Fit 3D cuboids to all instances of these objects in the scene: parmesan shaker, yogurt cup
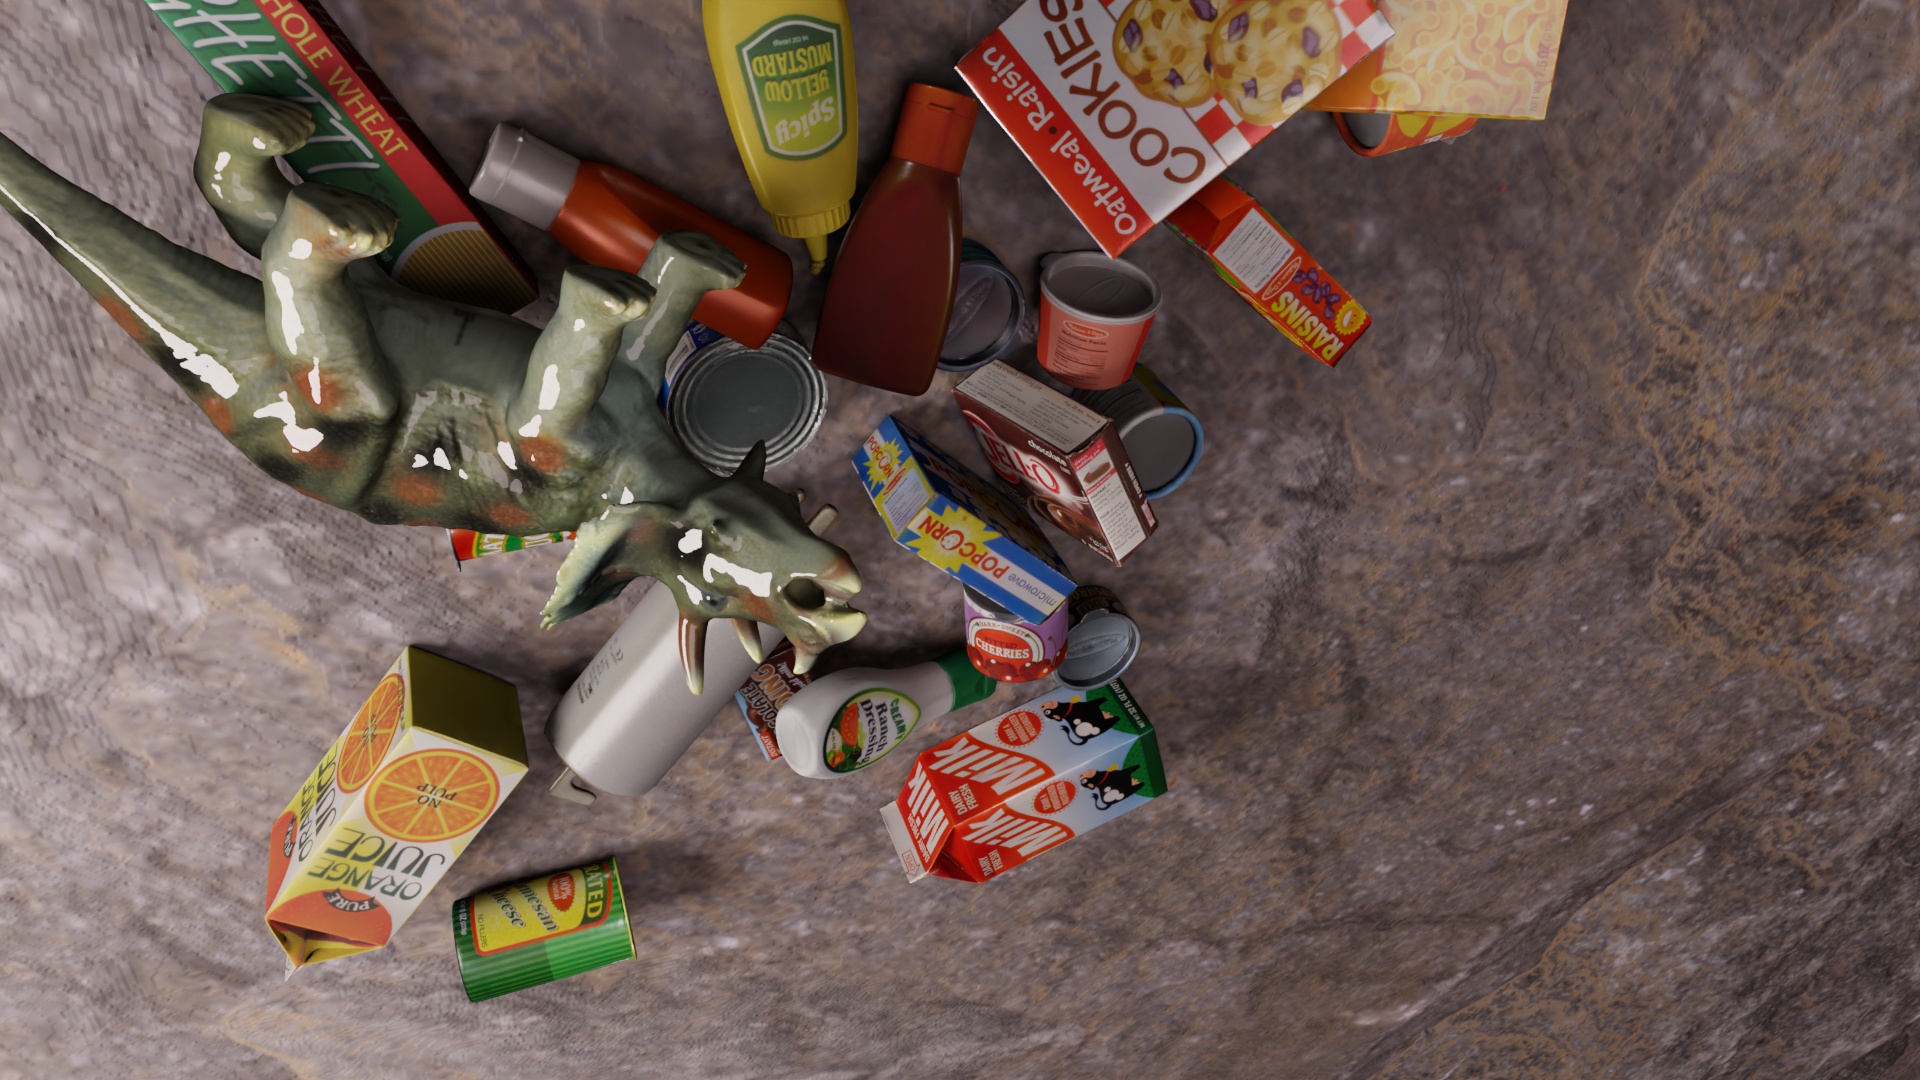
[{"bbox_3d":[-0.264,0.249,0.884,0.103,0.071,0.071,-12,128,-16],"label":"parmesan shaker"},{"bbox_3d":[0.074,-0.121,0.773,0.072,0.073,0.053,-8,135,-19],"label":"yogurt cup"}]

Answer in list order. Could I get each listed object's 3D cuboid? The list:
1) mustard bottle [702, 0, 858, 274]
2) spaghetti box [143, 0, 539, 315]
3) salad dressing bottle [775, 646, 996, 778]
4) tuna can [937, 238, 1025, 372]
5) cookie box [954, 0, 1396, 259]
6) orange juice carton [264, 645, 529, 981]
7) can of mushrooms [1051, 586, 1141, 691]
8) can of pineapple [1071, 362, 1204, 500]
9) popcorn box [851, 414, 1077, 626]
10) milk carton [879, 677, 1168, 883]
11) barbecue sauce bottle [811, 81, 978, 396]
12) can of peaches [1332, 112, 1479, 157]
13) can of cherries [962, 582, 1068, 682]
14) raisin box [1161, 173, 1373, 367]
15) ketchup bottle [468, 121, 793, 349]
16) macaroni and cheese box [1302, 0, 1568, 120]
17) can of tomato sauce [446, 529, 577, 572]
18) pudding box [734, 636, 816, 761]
[{"bbox_3d":[-0.077,-0.196,0.657,0.065,0.049,0.159,-17,129,-11],"label":"mustard bottle"},{"bbox_3d":[-0.273,-0.188,0.587,0.050,0.029,0.249,-32,131,1],"label":"spaghetti box"},{"bbox_3d":[-0.043,0.103,0.871,0.148,0.044,0.064,-17,116,-37],"label":"salad dressing bottle"},{"bbox_3d":[0.001,-0.127,0.754,0.071,0.033,0.070,-12,128,-16],"label":"tuna can"},{"bbox_3d":[0.099,-0.236,0.665,0.167,0.040,0.123,-37,105,19],"label":"cookie box"},{"bbox_3d":[-0.331,0.160,0.787,0.073,0.072,0.192,30,108,-37],"label":"orange juice carton"},{"bbox_3d":[0.085,0.064,0.933,0.071,0.033,0.070,-12,128,-16],"label":"can of mushrooms"},{"bbox_3d":[0.105,-0.064,0.831,0.071,0.058,0.070,-13,128,-16],"label":"can of pineapple"},{"bbox_3d":[0.003,-0.010,0.806,0.038,0.085,0.126,-46,130,13],"label":"popcorn box"},{"bbox_3d":[0.041,0.170,0.965,0.191,0.072,0.073,-24,131,-7],"label":"milk carton"},{"bbox_3d":[-0.027,-0.151,0.695,0.065,0.044,0.148,15,102,-4],"label":"barbecue sauce bottle"},{"bbox_3d":[0.242,-0.245,0.755,0.058,0.071,0.071,-16,129,-12],"label":"can of peaches"},{"bbox_3d":[0.034,0.049,0.874,0.071,0.072,0.058,-14,130,-15],"label":"can of cherries"},{"bbox_3d":[0.164,-0.156,0.772,0.123,0.086,0.040,31,106,-38],"label":"raisin box"},{"bbox_3d":[-0.152,-0.145,0.654,0.149,0.065,0.043,24,122,-26],"label":"ketchup bottle"},{"bbox_3d":[0.208,-0.274,0.679,0.166,0.040,0.123,4,114,5],"label":"macaroni and cheese box"},{"bbox_3d":[-0.219,-0.027,0.703,0.083,0.071,0.070,-12,128,-17],"label":"can of tomato sauce"},{"bbox_3d":[-0.115,0.093,0.865,0.050,0.030,0.083,-23,130,-7],"label":"pudding box"}]
